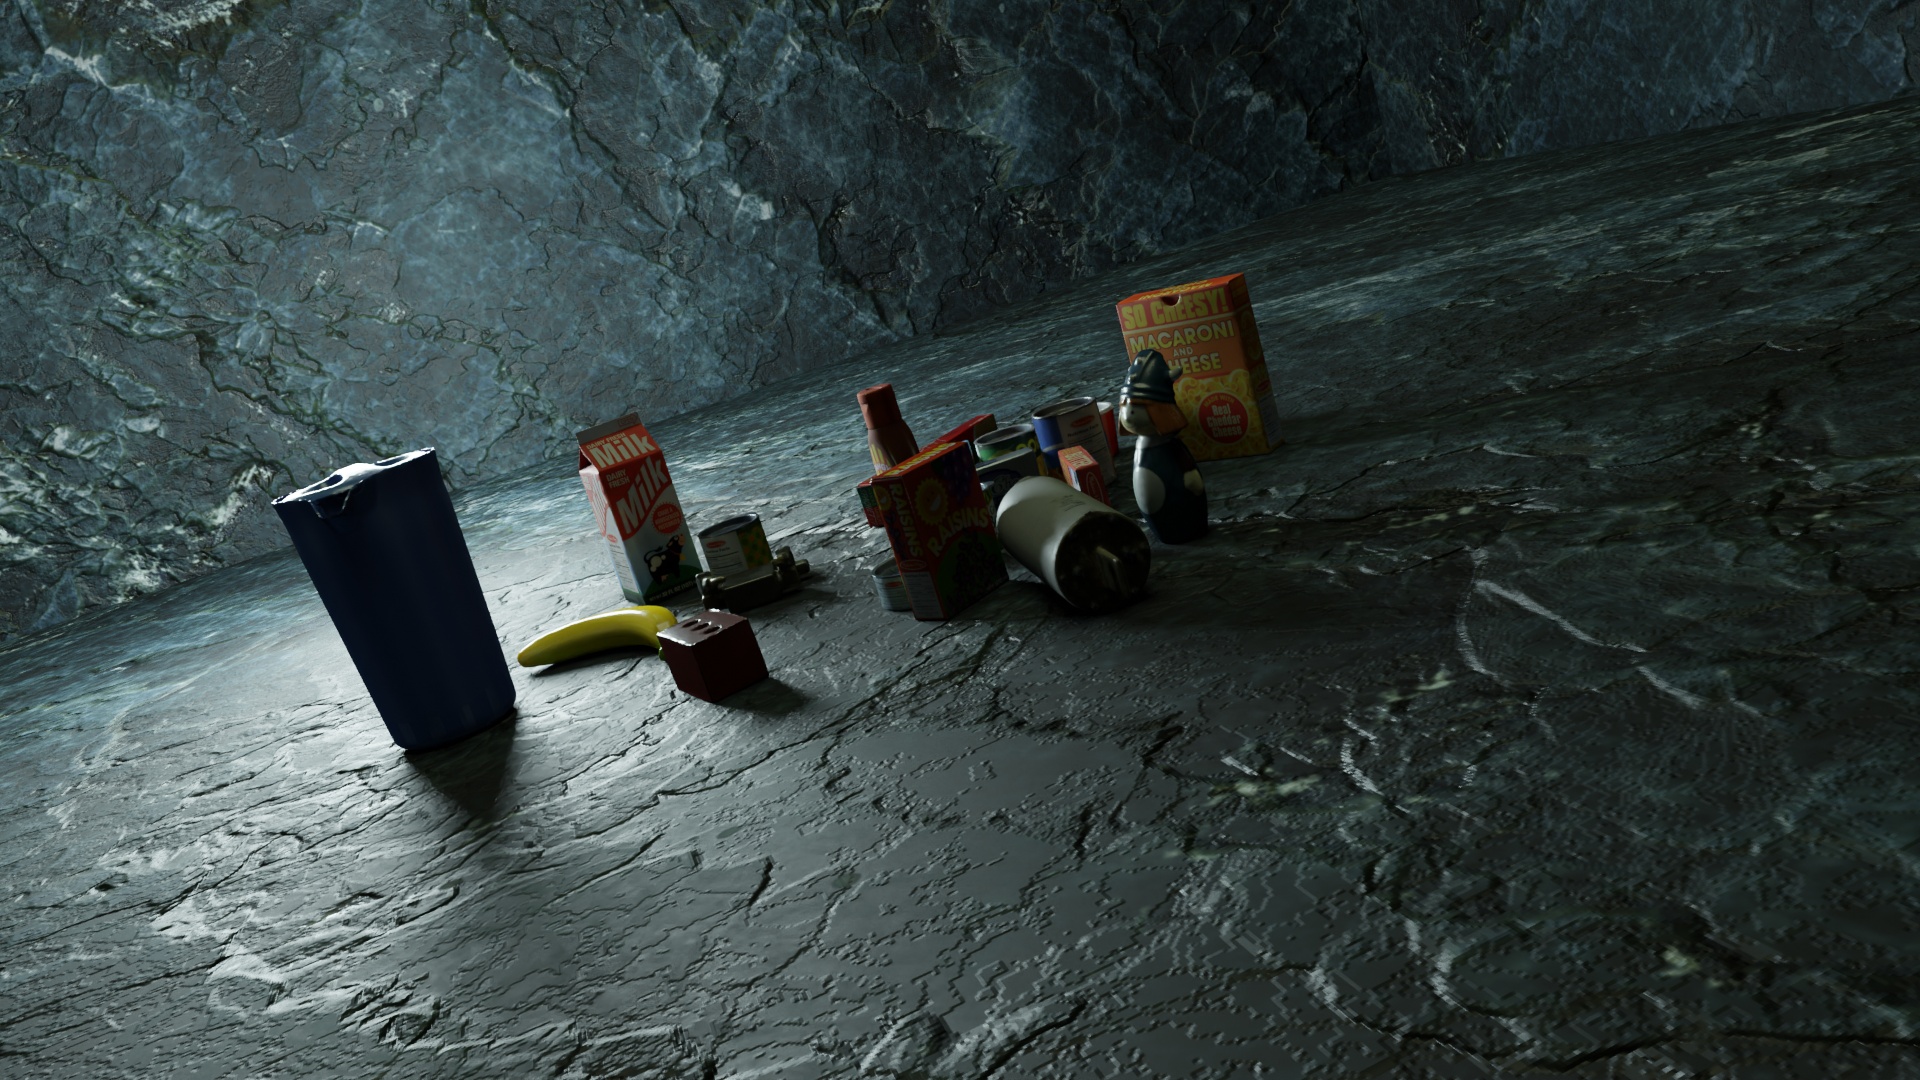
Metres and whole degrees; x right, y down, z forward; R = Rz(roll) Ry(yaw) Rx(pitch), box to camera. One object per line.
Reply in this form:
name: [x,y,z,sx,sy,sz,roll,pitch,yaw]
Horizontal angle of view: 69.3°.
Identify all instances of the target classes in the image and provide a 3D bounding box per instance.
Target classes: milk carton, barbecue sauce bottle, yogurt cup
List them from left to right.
milk carton: [-0.338,-0.034,1.450,0.072,0.190,0.073,-25,16,-28]
barbecue sauce bottle: [-0.065,-0.084,1.412,0.044,0.148,0.065,-25,16,-27]
yogurt cup: [0.136,-0.112,1.474,0.072,0.053,0.072,-16,14,4]

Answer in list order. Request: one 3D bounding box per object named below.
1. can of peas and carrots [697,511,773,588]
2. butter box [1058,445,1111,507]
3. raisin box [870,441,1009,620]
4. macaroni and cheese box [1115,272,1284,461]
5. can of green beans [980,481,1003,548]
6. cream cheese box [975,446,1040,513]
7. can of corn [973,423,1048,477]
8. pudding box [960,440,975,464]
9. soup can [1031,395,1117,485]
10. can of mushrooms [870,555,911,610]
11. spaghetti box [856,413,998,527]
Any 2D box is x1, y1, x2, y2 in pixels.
can of peas and carrots: [-0.228,0.010,1.426,0.071,0.058,0.071,-16,14,4]
butter box: [0.115,-0.053,1.281,0.024,0.053,0.104,-17,14,-1]
raisin box: [-0.015,-0.008,1.122,0.040,0.123,0.086,-3,20,44]
macaroni and cheese box: [0.228,-0.159,1.321,0.123,0.166,0.040,-5,18,39]
can of green beans: [0.002,-0.015,1.258,0.071,0.057,0.071,-16,14,4]
cream cheese box: [0.029,-0.051,1.369,0.104,0.053,0.024,-19,14,-7]
can of corn: [0.056,-0.085,1.458,0.071,0.058,0.071,-16,14,4]
pudding box: [0.003,-0.075,1.496,0.030,0.049,0.084,-17,14,2]
soup can: [0.112,-0.094,1.374,0.071,0.083,0.071,-16,14,4]
can of mushrooms: [-0.038,0.031,1.179,0.071,0.033,0.071,-16,14,4]
spaghetti box: [-0.029,-0.081,1.556,0.028,0.050,0.251,-7,18,36]
